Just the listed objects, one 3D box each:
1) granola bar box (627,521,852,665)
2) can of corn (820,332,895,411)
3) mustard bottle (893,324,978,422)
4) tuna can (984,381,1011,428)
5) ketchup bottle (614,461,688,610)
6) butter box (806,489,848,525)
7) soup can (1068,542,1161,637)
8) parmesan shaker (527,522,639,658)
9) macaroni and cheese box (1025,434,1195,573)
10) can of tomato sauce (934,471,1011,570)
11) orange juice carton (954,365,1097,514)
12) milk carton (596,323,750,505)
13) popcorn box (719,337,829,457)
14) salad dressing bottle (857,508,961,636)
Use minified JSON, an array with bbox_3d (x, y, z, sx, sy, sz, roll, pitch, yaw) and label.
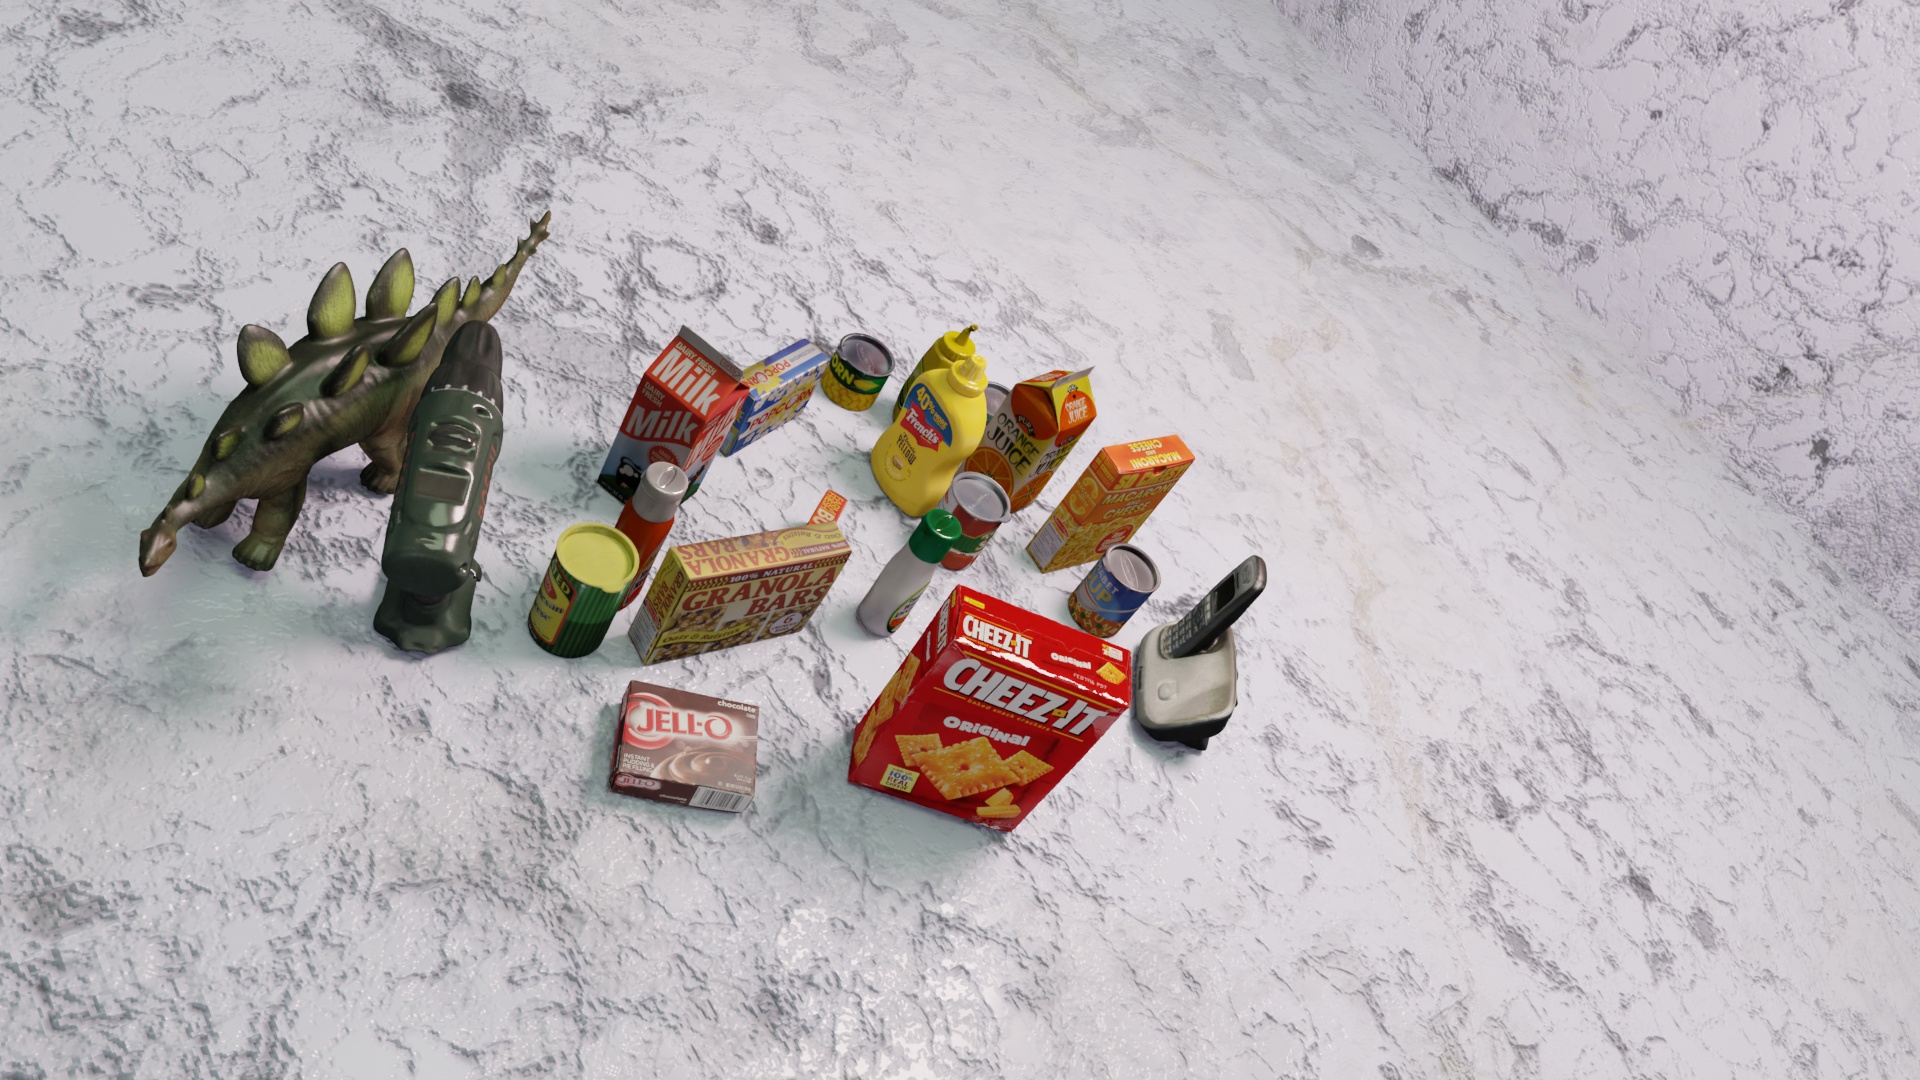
[{"bbox_3d":[-0.190,0.045,1.203,0.166,0.123,0.039,-11,58,-40],"label":"granola bar box"},{"bbox_3d":[-0.115,-0.185,1.525,0.071,0.058,0.071,19,43,-18],"label":"can of corn"},{"bbox_3d":[-0.022,-0.181,1.506,0.049,0.159,0.065,16,44,-22],"label":"mustard bottle"},{"bbox_3d":[0.040,-0.150,1.617,0.071,0.032,0.071,19,43,-18],"label":"tuna can"},{"bbox_3d":[-0.272,-0.006,1.177,0.043,0.148,0.065,30,41,-6],"label":"ketchup bottle"},{"bbox_3d":[-0.143,0.001,1.332,0.024,0.052,0.104,30,41,-6],"label":"butter box"},{"bbox_3d":[0.159,0.053,1.462,0.071,0.083,0.072,19,43,-18],"label":"soup can"},{"bbox_3d":[-0.310,0.044,1.138,0.071,0.102,0.072,19,43,-18],"label":"parmesan shaker"},{"bbox_3d":[0.161,-0.039,1.488,0.124,0.165,0.040,-12,59,-41],"label":"macaroni and cheese box"},{"bbox_3d":[0.005,-0.018,1.427,0.071,0.082,0.071,19,43,-18],"label":"can of tomato sauce"},{"bbox_3d":[0.078,-0.114,1.484,0.072,0.191,0.073,-24,67,-46],"label":"orange juice carton"},{"bbox_3d":[-0.254,-0.108,1.255,0.072,0.189,0.074,38,40,3],"label":"milk carton"},{"bbox_3d":[-0.196,-0.147,1.413,0.038,0.084,0.127,42,41,8],"label":"popcorn box"},{"bbox_3d":[-0.047,0.030,1.296,0.044,0.147,0.064,43,41,9],"label":"salad dressing bottle"}]
